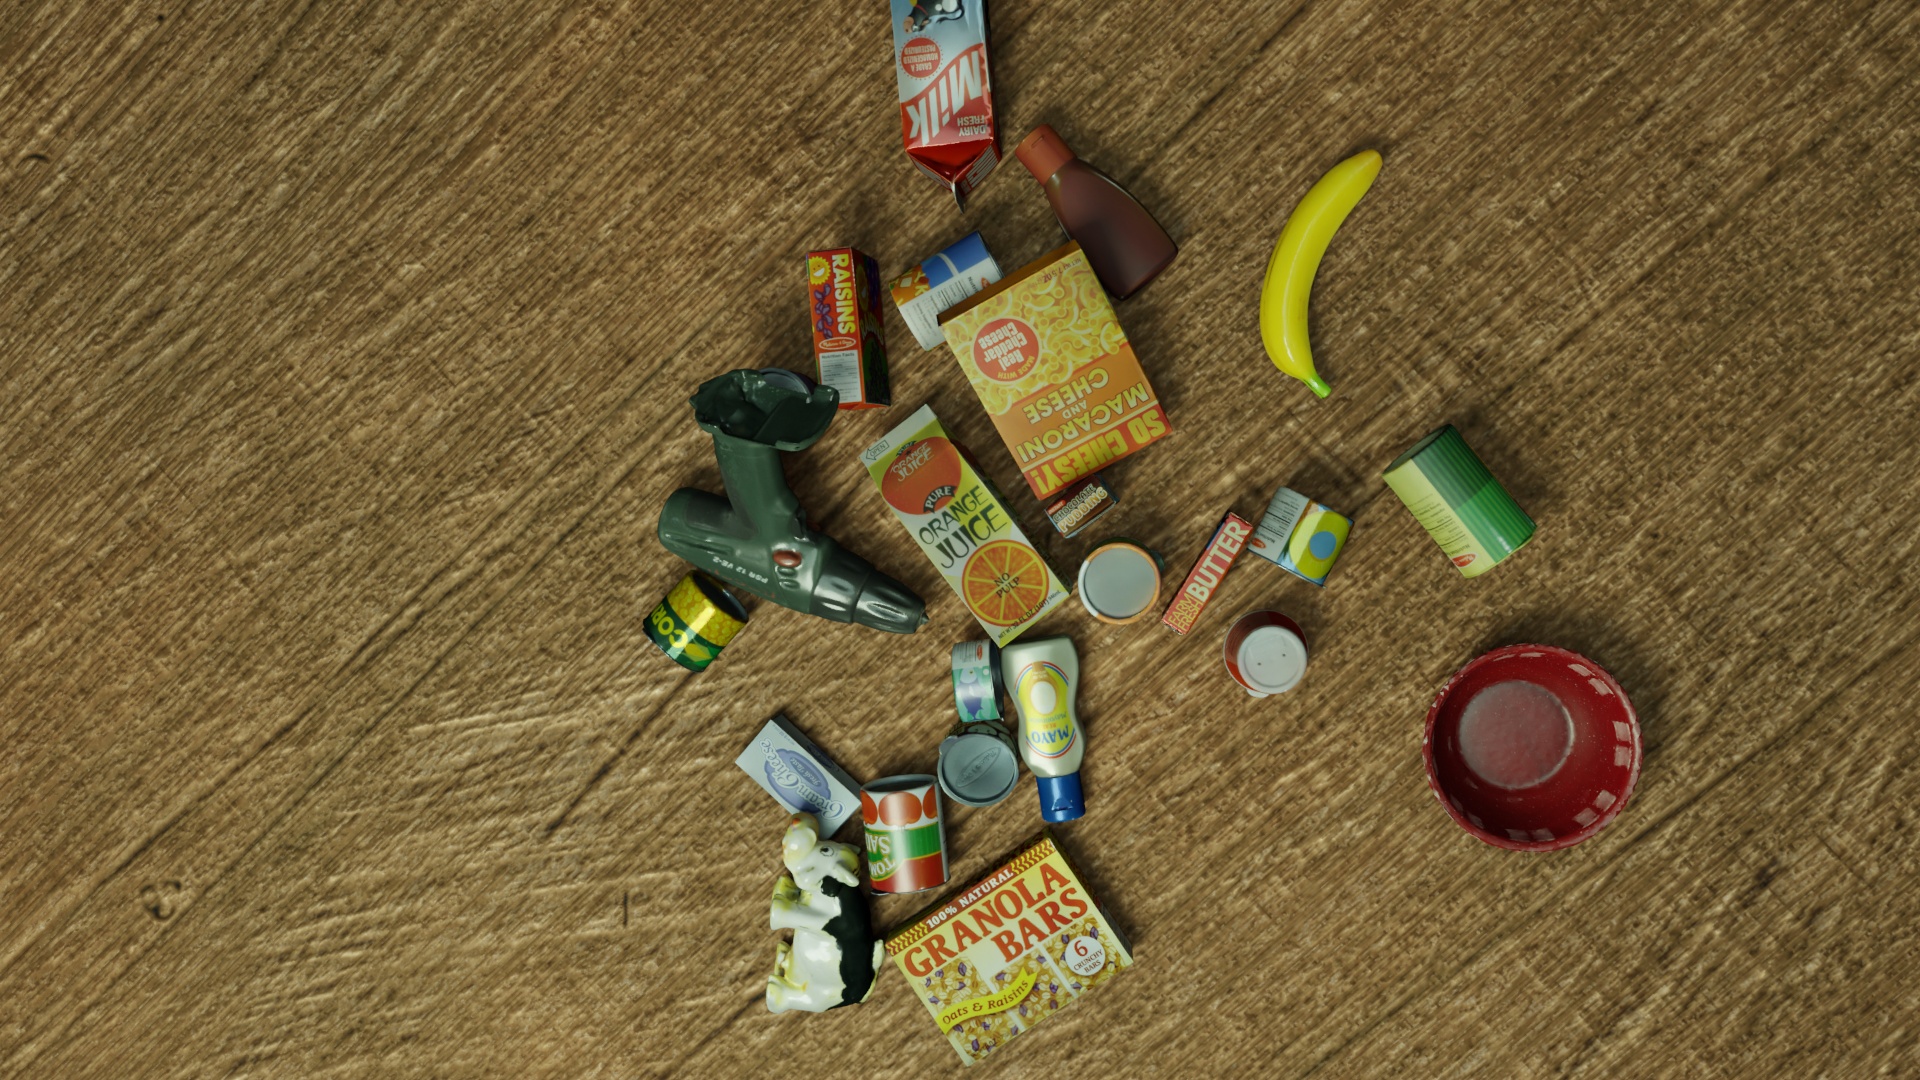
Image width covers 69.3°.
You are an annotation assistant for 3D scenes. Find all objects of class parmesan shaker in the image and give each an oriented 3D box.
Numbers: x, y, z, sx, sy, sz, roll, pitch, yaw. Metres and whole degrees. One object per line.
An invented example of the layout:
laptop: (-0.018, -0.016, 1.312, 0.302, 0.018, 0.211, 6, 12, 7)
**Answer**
parmesan shaker: (0.385, -0.032, 1.070, 0.071, 0.071, 0.103, -39, 88, 7)

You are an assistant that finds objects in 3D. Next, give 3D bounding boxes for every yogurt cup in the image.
yogurt cup: (0.244, 0.091, 1.101, 0.072, 0.054, 0.072, 0, 92, 7)

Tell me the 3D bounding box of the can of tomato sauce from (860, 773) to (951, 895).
can of tomato sauce: (-0.047, 0.239, 1.137, 0.071, 0.071, 0.083, -6, 92, 7)

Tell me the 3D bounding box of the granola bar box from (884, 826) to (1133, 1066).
granola bar box: (0.040, 0.334, 1.146, 0.165, 0.039, 0.124, -35, 89, 8)

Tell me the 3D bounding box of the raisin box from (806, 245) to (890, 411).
raisin box: (-0.089, -0.167, 1.112, 0.040, 0.086, 0.123, -4, 93, 12)

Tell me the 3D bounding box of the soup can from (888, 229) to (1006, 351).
soup can: (-0.006, -0.200, 1.113, 0.084, 0.071, 0.071, -28, 90, 8)

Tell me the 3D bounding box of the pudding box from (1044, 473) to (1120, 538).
pudding box: (0.097, -0.027, 1.098, 0.049, 0.084, 0.030, -37, 86, 8)

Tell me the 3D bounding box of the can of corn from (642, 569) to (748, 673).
can of corn: (-0.219, 0.065, 1.147, 0.071, 0.071, 0.058, 43, 96, 3)

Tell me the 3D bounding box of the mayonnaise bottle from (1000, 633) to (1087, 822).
mayonnaise bottle: (0.073, 0.153, 1.131, 0.065, 0.041, 0.148, -9, 91, 5)

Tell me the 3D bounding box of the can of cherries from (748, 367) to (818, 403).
can of cherries: (-0.148, -0.110, 1.136, 0.071, 0.058, 0.071, 1, 94, 8)

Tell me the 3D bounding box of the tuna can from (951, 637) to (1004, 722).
tuna can: (0.015, 0.115, 1.125, 0.033, 0.071, 0.071, -7, 92, 8)

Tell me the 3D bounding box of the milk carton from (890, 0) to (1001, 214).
milk carton: (-0.010, -0.358, 1.099, 0.073, 0.072, 0.190, -5, 93, 7)

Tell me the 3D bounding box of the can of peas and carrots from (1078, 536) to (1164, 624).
can of peas and carrots: (0.130, 0.031, 1.110, 0.071, 0.059, 0.071, 0, 94, 7)

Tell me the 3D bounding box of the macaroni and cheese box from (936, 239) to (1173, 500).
macaroni and cheese box: (0.075, -0.132, 1.087, 0.123, 0.040, 0.166, -28, 113, 8)

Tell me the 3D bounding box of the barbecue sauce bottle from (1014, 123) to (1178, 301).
barbecue sauce bottle: (0.104, -0.265, 1.105, 0.065, 0.044, 0.148, -40, 87, 7)

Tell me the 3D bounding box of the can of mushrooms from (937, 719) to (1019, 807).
can of mushrooms: (0.013, 0.179, 1.136, 0.071, 0.033, 0.070, 1, 107, 2)

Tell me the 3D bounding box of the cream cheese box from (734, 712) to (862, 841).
cream cheese box: (-0.133, 0.199, 1.165, 0.104, 0.024, 0.053, 41, 104, 3)

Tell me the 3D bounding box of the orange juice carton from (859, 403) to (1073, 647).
orange juice carton: (0.004, -0.014, 1.115, 0.072, 0.073, 0.192, -38, 88, 8)

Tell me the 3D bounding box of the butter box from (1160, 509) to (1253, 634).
butter box: (0.196, 0.025, 1.104, 0.024, 0.053, 0.103, 32, 96, 6)

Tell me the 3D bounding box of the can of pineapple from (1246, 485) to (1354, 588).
can of pineapple: (0.268, -0.003, 1.088, 0.071, 0.071, 0.058, 27, 96, 5)
